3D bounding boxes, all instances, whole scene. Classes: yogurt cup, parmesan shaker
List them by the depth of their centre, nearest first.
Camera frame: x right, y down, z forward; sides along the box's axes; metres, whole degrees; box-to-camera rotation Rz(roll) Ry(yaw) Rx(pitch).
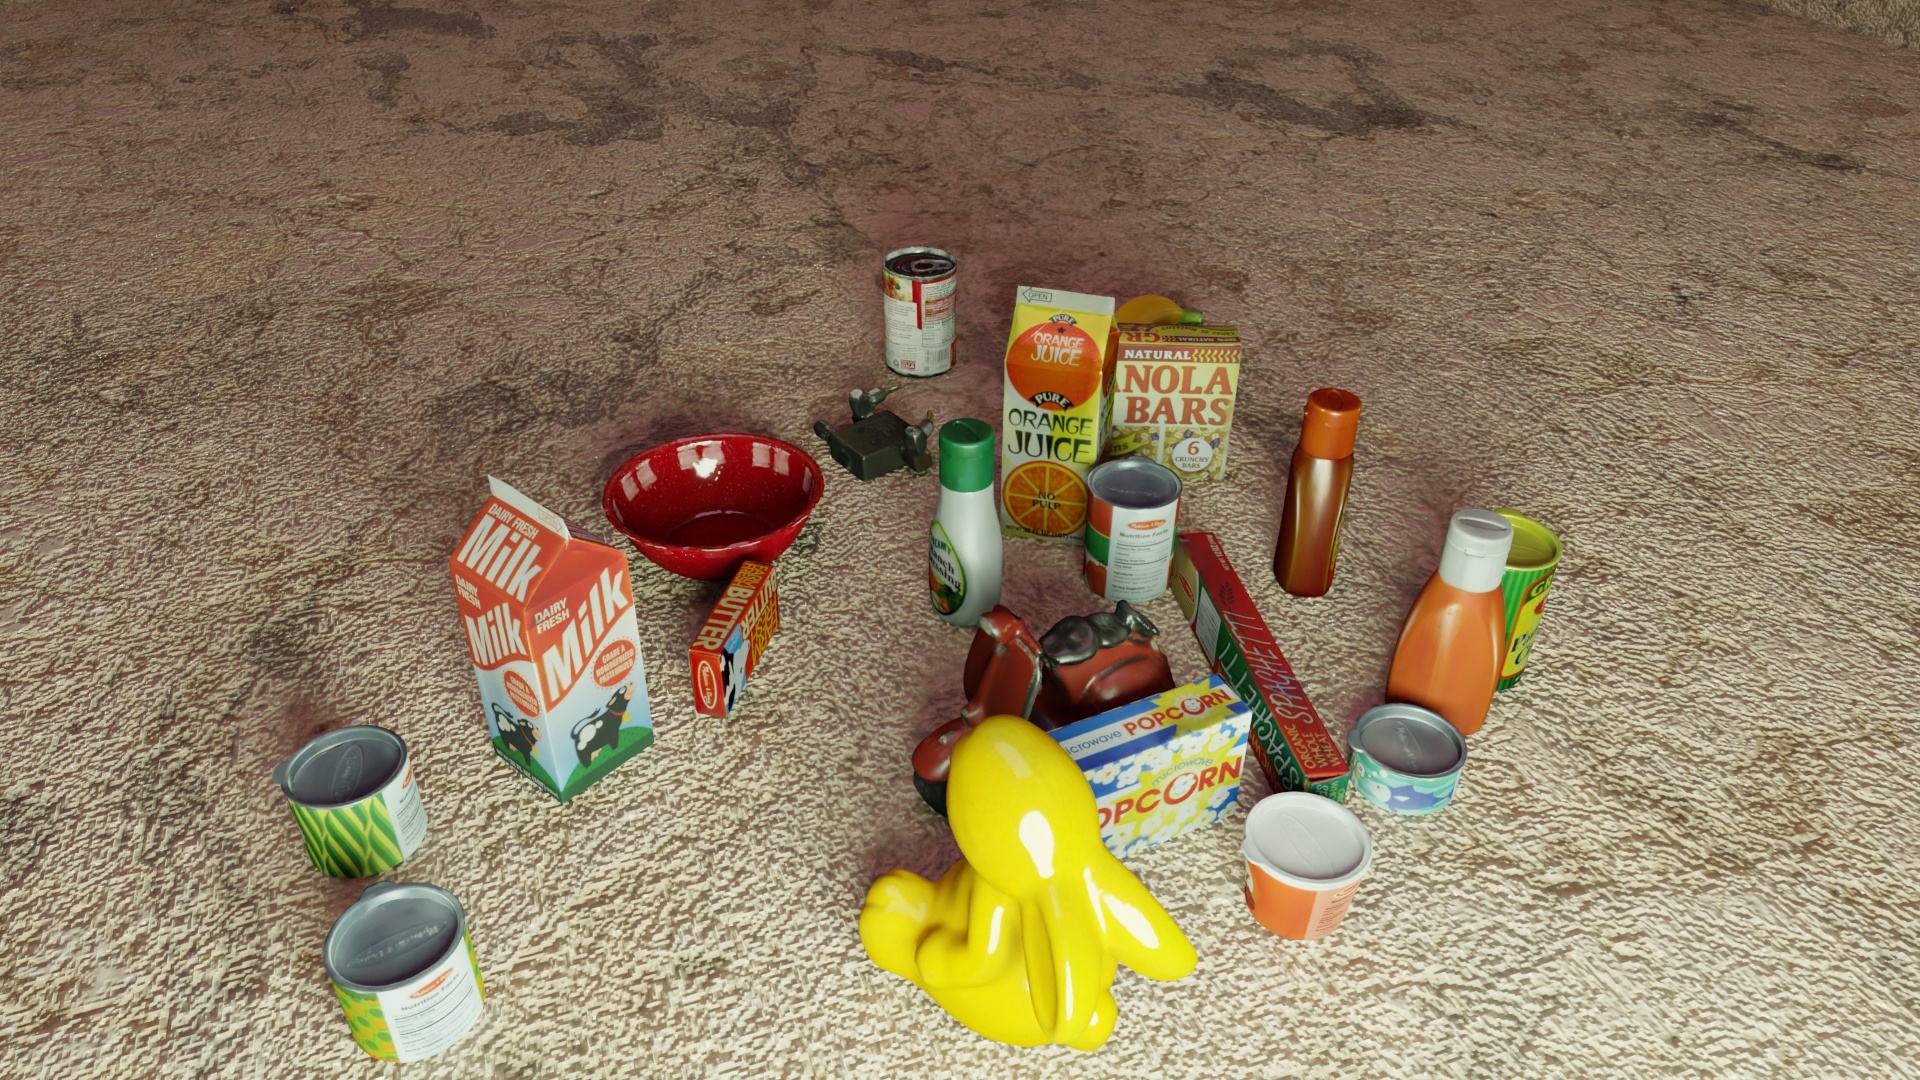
[{"bbox_3d":[0.185,0.179,0.756,0.072,0.053,0.073,0,35,0],"label":"yogurt cup"},{"bbox_3d":[0.350,0.039,0.917,0.071,0.102,0.072,0,35,0],"label":"parmesan shaker"}]

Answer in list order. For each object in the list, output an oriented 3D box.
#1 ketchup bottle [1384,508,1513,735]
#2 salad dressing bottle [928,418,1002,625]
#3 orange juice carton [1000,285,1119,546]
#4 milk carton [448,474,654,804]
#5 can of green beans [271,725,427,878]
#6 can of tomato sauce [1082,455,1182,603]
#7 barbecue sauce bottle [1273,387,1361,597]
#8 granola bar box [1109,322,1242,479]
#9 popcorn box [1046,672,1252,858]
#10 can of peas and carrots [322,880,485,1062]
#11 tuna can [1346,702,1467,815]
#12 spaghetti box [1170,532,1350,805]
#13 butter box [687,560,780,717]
[{"bbox_3d":[0.307,0.051,0.859,0.065,0.148,0.044,14,37,19],"label":"ketchup bottle"},{"bbox_3d":[0.003,-0.012,0.946,0.044,0.146,0.064,-17,38,-23],"label":"salad dressing bottle"},{"bbox_3d":[0.074,-0.097,1.031,0.072,0.191,0.073,9,36,12],"label":"orange juice carton"},{"bbox_3d":[-0.239,0.053,0.812,0.072,0.189,0.074,25,42,31],"label":"milk carton"},{"bbox_3d":[-0.343,0.148,0.788,0.071,0.057,0.071,0,35,0],"label":"can of green beans"},{"bbox_3d":[0.122,-0.008,0.999,0.071,0.082,0.071,0,35,0],"label":"can of tomato sauce"},{"bbox_3d":[0.253,-0.035,0.983,0.044,0.147,0.065,5,35,7],"label":"barbecue sauce bottle"},{"bbox_3d":[0.134,-0.111,1.112,0.166,0.123,0.039,1,35,1],"label":"granola bar box"},{"bbox_3d":[0.100,0.135,0.791,0.127,0.084,0.038,-16,38,-22],"label":"popcorn box"},{"bbox_3d":[-0.277,0.214,0.694,0.071,0.058,0.071,0,35,0],"label":"can of peas and carrots"},{"bbox_3d":[0.268,0.133,0.843,0.071,0.032,0.071,0,35,0],"label":"tuna can"},{"bbox_3d":[0.187,0.084,0.896,0.029,0.050,0.251,-5,35,-9],"label":"spaghetti box"},{"bbox_3d":[-0.148,0.063,0.918,0.024,0.052,0.104,8,35,11],"label":"butter box"}]
